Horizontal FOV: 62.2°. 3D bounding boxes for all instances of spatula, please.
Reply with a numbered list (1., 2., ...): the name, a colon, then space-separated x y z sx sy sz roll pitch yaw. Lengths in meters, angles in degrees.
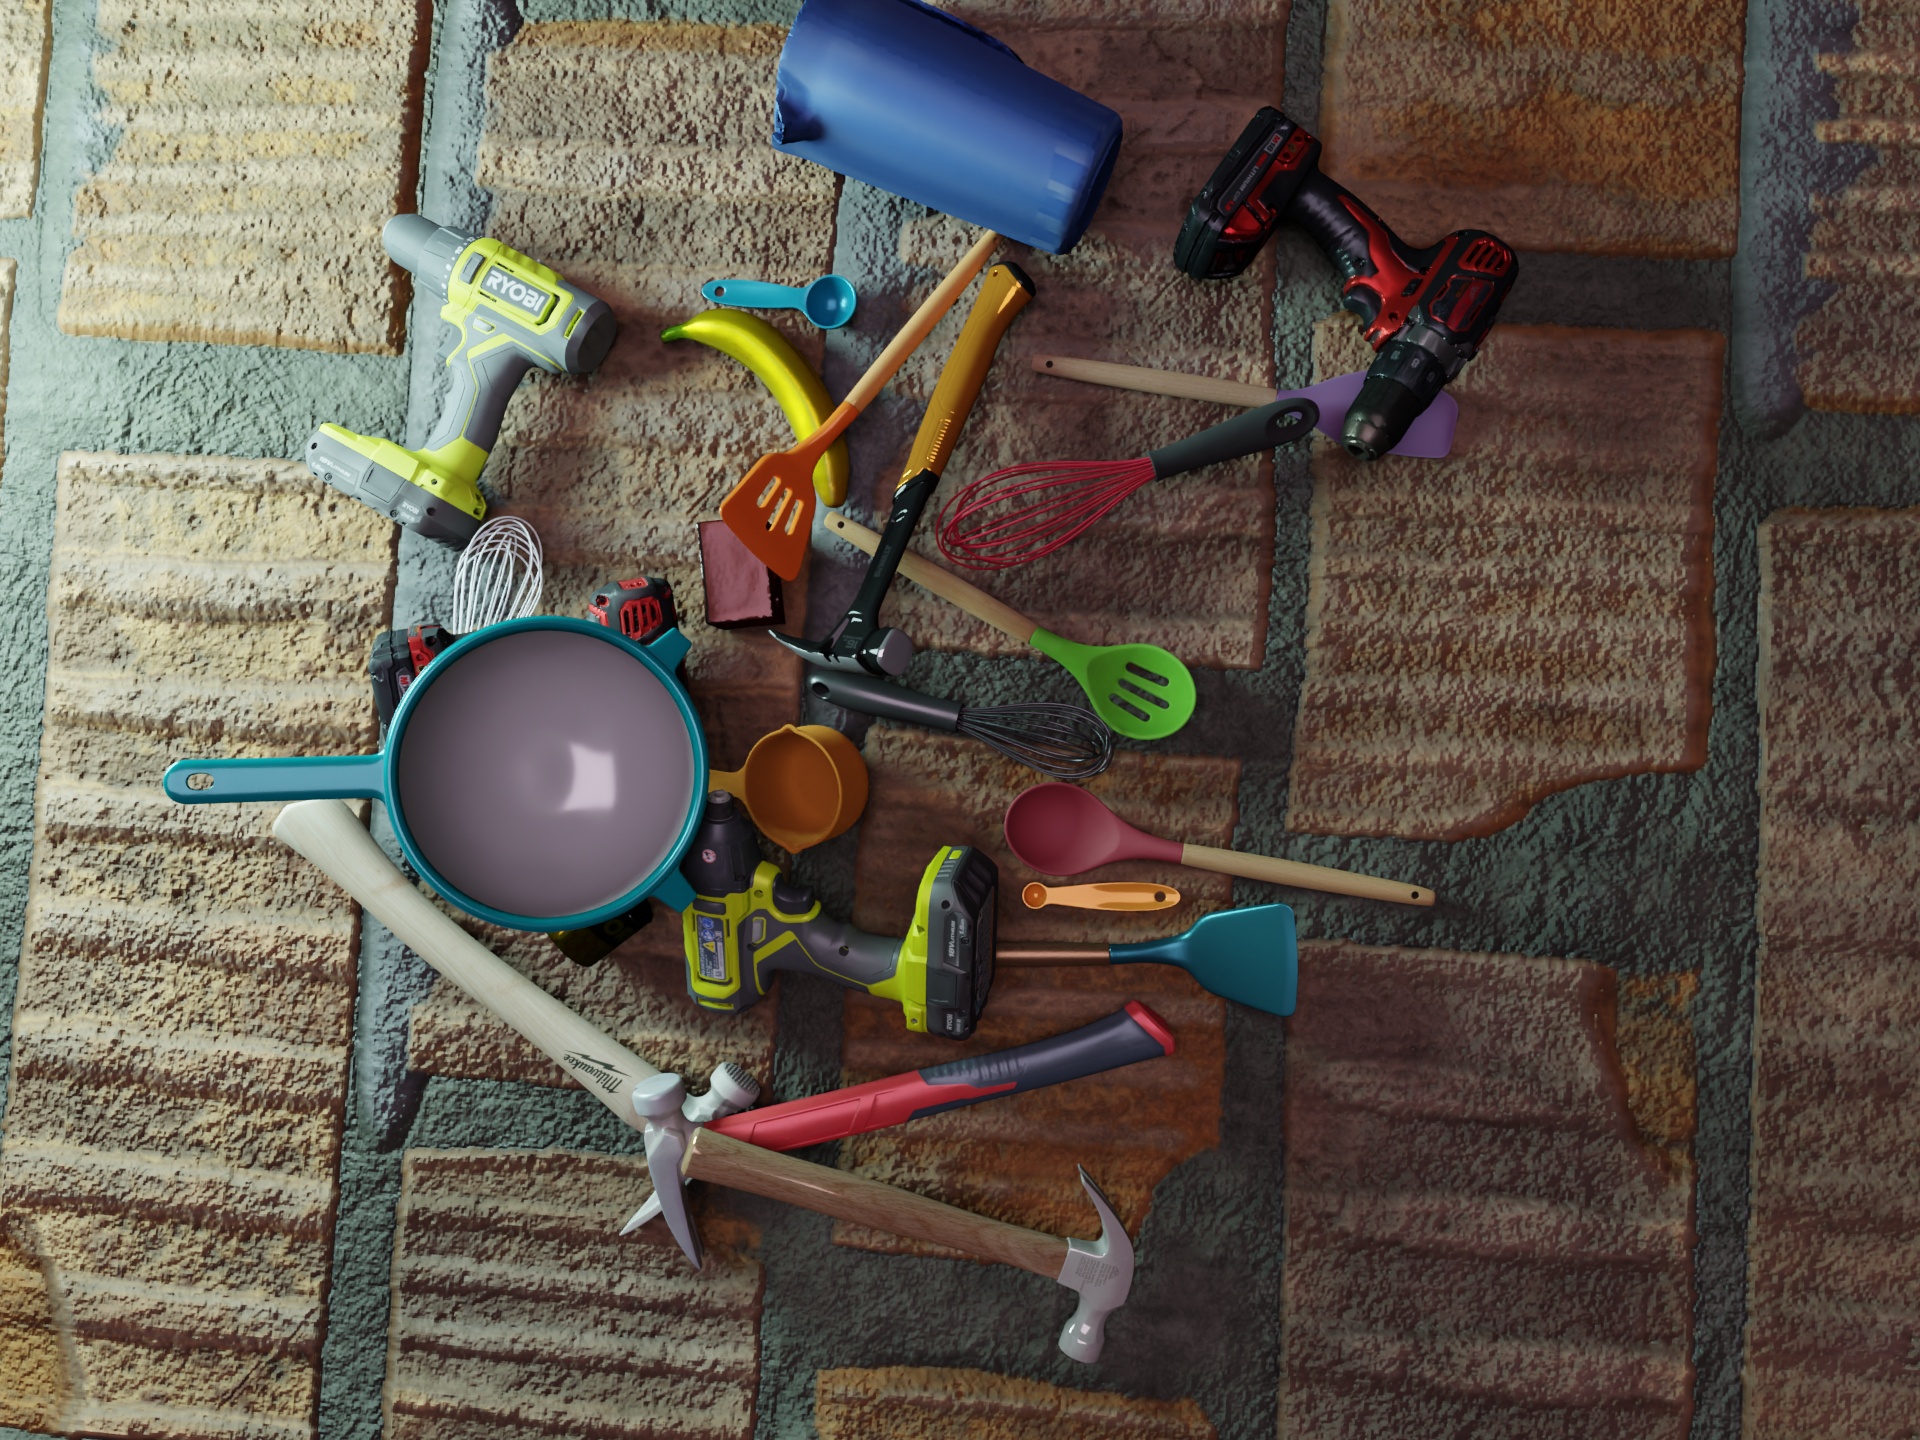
1. spatula: -0.061 -0.248 1.177 0.322 0.041 0.081 -52 124 -10
2. spatula: 0.209 -0.245 1.184 0.316 0.018 0.060 9 96 6
3. spatula: 0.083 0.171 1.161 0.317 0.044 0.082 -1 96 7

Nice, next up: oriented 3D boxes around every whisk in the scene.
1. whisk: 0.122 -0.179 1.167 0.296 0.073 0.073 -19 85 2
2. whisk: -0.377 -0.018 1.217 0.070 0.070 0.284 17 94 6
3. whisk: -0.002 -0.004 1.179 0.239 0.055 0.055 13 88 11

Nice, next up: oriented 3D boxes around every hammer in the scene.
1. hammer: -0.034 0.349 1.127 0.331 0.031 0.130 19 95 -7
2. hammer: -0.029 -0.190 1.168 0.127 0.034 0.337 10 72 44
3. hammer: -0.032 0.286 1.153 0.386 0.038 0.143 -13 102 -2
4. hammer: -0.353 0.206 1.191 0.410 0.038 0.146 38 92 2

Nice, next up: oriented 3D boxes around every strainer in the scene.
1. strainer: -0.346 0.038 1.078 0.340 0.095 0.211 -1 88 -16

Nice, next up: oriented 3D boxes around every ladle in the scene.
1. ladle: 0.188 0.101 1.163 0.315 0.031 0.069 10 90 5

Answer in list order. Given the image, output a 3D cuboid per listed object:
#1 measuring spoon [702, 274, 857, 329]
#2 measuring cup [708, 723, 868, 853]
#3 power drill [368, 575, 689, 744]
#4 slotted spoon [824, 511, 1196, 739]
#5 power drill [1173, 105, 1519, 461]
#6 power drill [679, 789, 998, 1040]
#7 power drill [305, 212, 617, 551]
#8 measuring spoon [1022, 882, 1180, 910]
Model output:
1. measuring spoon: -0.138 -0.325 1.229 0.128 0.021 0.042 10 89 15
2. measuring cup: -0.147 0.045 1.194 0.174 0.052 0.095 3 99 31
3. power drill: -0.310 -0.019 1.170 0.219 0.079 0.143 -12 106 -15
4. slotted spoon: 0.034 -0.078 1.189 0.314 0.031 0.070 30 90 9
5. power drill: 0.266 -0.310 1.143 0.227 0.080 0.188 34 80 4
6. power drill: -0.091 0.139 1.129 0.223 0.080 0.171 8 117 13
7. power drill: -0.398 -0.265 1.220 0.190 0.080 0.228 29 87 7
8. measuring spoon: 0.104 0.130 1.179 0.117 0.011 0.021 0 86 2
